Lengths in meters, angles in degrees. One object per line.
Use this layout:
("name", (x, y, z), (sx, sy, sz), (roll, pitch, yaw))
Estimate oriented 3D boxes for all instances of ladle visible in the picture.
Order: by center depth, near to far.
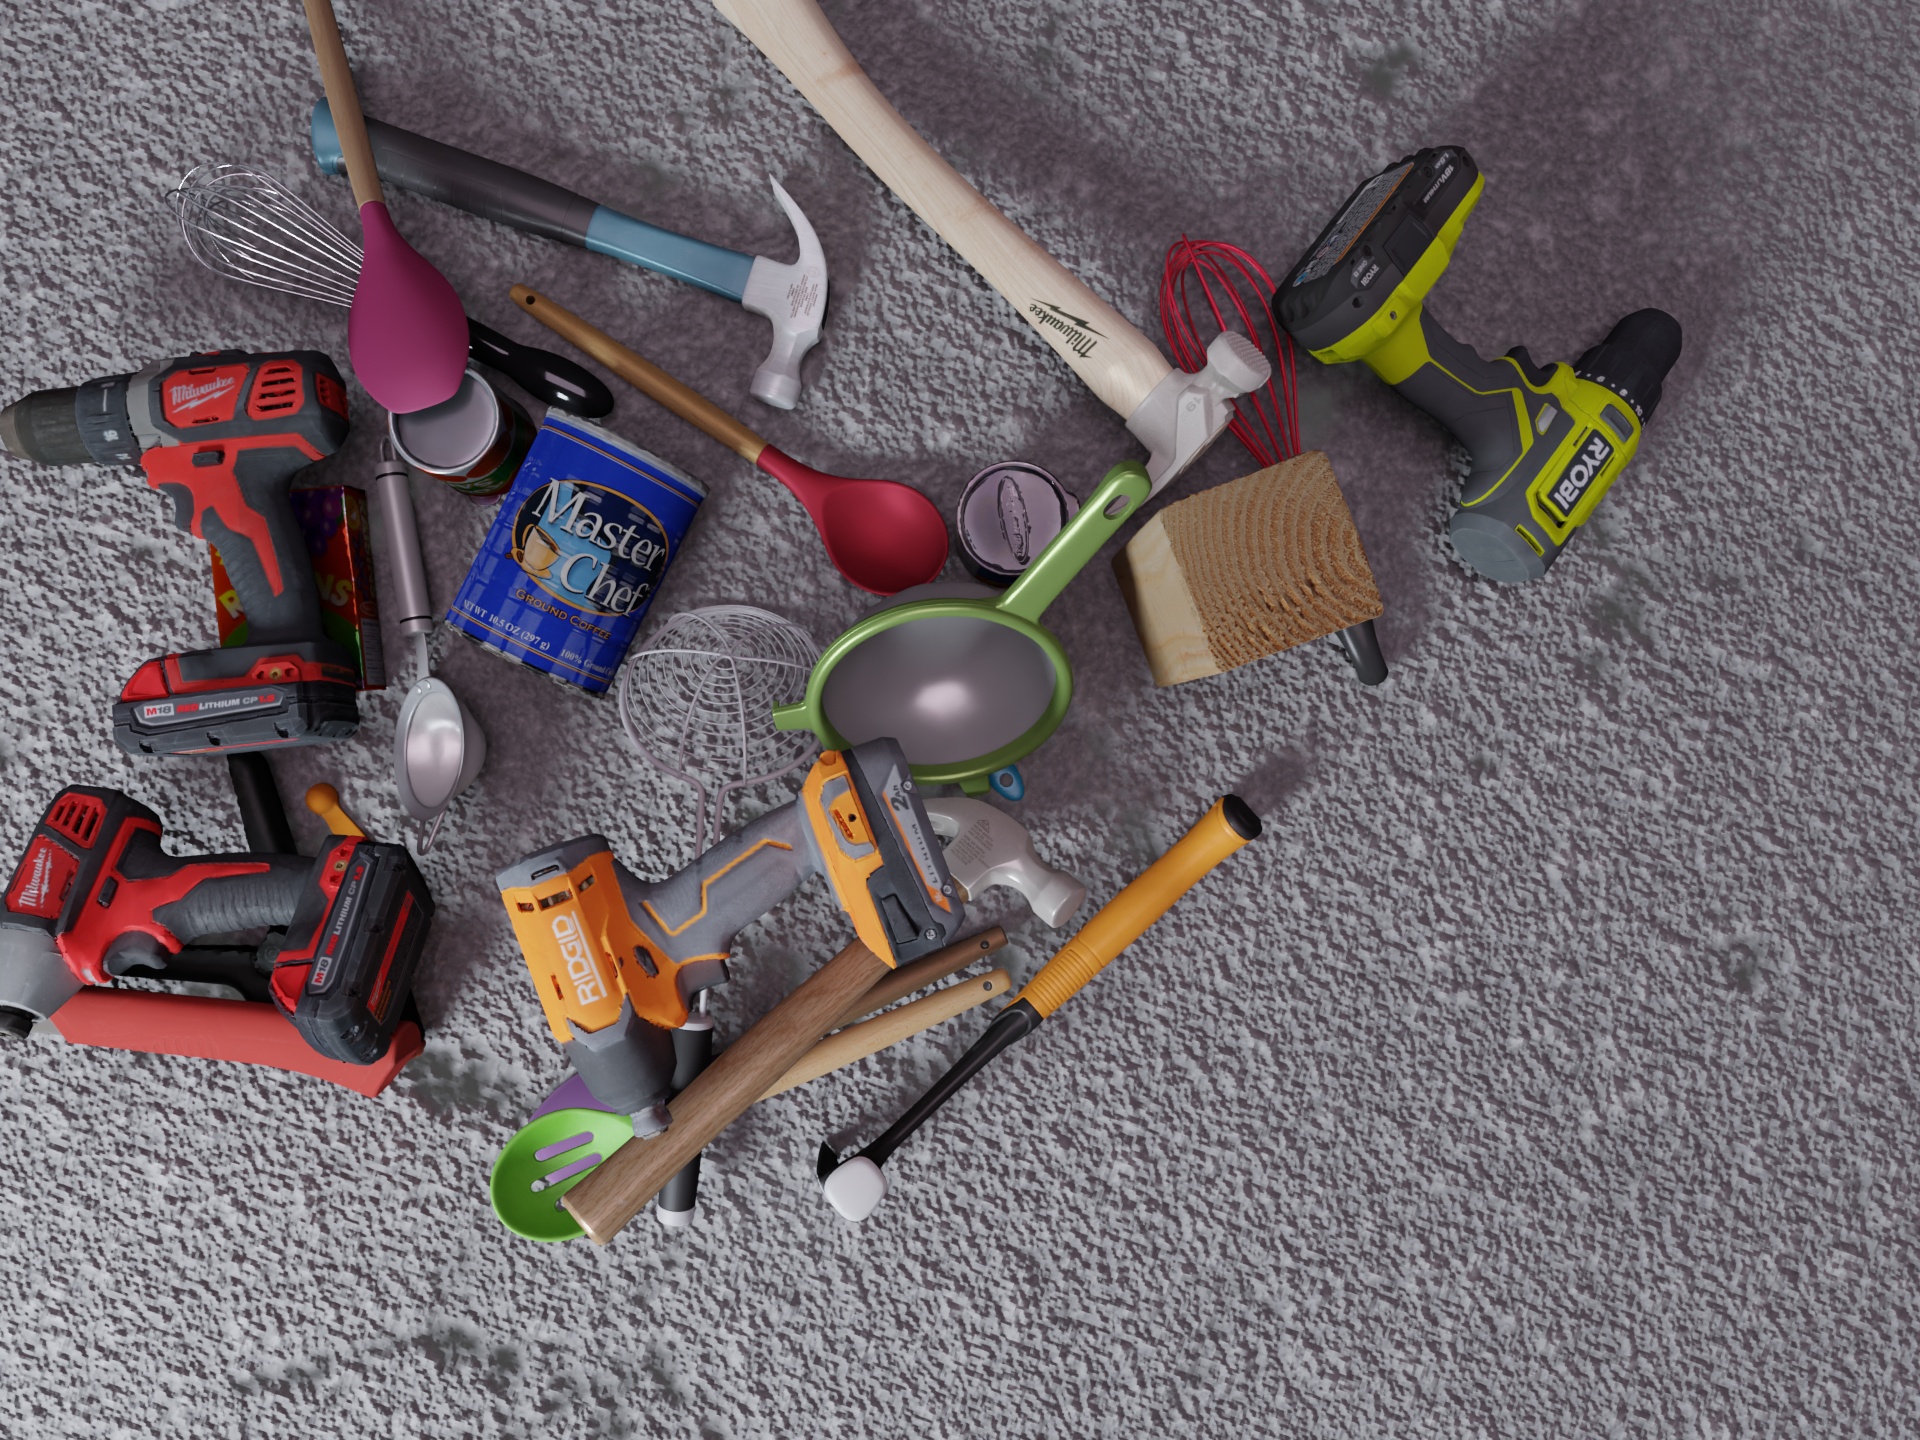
("ladle", (-0.143, -0.176, 0.969), (0.315, 0.031, 0.069), (34, 86, 1))

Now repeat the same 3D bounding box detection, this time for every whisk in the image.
("whisk", (-0.339, -0.253, 0.956), (0.284, 0.070, 0.070), (26, 89, -6))
("whisk", (0.195, -0.157, 0.959), (0.073, 0.073, 0.296), (-25, 95, -1))

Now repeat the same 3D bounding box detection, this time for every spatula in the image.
("spatula", (-0.117, 0.195, 0.968), (0.316, 0.018, 0.060), (-24, 87, 0))

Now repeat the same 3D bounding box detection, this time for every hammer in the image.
("hammer", (-0.087, 0.164, 0.901), (0.331, 0.031, 0.130), (-41, 63, -20))
("hammer", (-0.494, 0.164, 0.928), (0.359, 0.037, 0.149), (5, 98, 6))
("hammer", (0.049, 0.163, 0.943), (0.337, 0.127, 0.034), (-41, 89, -11))
("hammer", (-0.006, -0.297, 0.953), (0.411, 0.038, 0.146), (46, 123, 6))
("hammer", (-0.236, -0.303, 0.965), (0.331, 0.033, 0.128), (19, 90, -1))

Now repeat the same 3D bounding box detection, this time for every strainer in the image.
("strainer", (0.015, -0.066, 0.881), (0.151, 0.069, 0.256), (21, 130, -29))
("strainer", (-0.323, -0.049, 0.958), (0.087, 0.050, 0.258), (-17, 82, 42))

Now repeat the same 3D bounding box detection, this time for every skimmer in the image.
("skimmer", (-0.150, 0.113, 0.953), (0.127, 0.090, 0.363), (6, 96, -3))

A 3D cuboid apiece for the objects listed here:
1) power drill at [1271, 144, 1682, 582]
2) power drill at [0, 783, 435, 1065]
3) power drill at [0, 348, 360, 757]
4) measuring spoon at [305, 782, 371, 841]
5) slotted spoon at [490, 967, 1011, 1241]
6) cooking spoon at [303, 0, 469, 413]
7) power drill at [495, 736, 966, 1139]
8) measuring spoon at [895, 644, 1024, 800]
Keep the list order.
("power drill", (0.312, -0.220, 0.932), (0.228, 0.080, 0.190), (41, 80, -17))
("power drill", (-0.420, 0.119, 0.879), (0.219, 0.078, 0.143), (9, 59, 2))
("power drill", (-0.438, -0.094, 0.900), (0.188, 0.080, 0.227), (-6, 87, -1))
("measuring spoon", (-0.362, 0.087, 0.969), (0.021, 0.011, 0.117), (-36, 90, -1))
("slotted spoon", (-0.115, 0.210, 0.910), (0.314, 0.031, 0.070), (-23, 83, -7))
("cooking spoon", (-0.348, -0.319, 0.926), (0.069, 0.017, 0.319), (-19, 74, -3))
("power drill", (-0.116, 0.115, 0.858), (0.226, 0.084, 0.164), (-21, 86, -6))
("measuring spoon", (-0.002, -0.003, 0.970), (0.042, 0.021, 0.128), (-37, 89, -1))
